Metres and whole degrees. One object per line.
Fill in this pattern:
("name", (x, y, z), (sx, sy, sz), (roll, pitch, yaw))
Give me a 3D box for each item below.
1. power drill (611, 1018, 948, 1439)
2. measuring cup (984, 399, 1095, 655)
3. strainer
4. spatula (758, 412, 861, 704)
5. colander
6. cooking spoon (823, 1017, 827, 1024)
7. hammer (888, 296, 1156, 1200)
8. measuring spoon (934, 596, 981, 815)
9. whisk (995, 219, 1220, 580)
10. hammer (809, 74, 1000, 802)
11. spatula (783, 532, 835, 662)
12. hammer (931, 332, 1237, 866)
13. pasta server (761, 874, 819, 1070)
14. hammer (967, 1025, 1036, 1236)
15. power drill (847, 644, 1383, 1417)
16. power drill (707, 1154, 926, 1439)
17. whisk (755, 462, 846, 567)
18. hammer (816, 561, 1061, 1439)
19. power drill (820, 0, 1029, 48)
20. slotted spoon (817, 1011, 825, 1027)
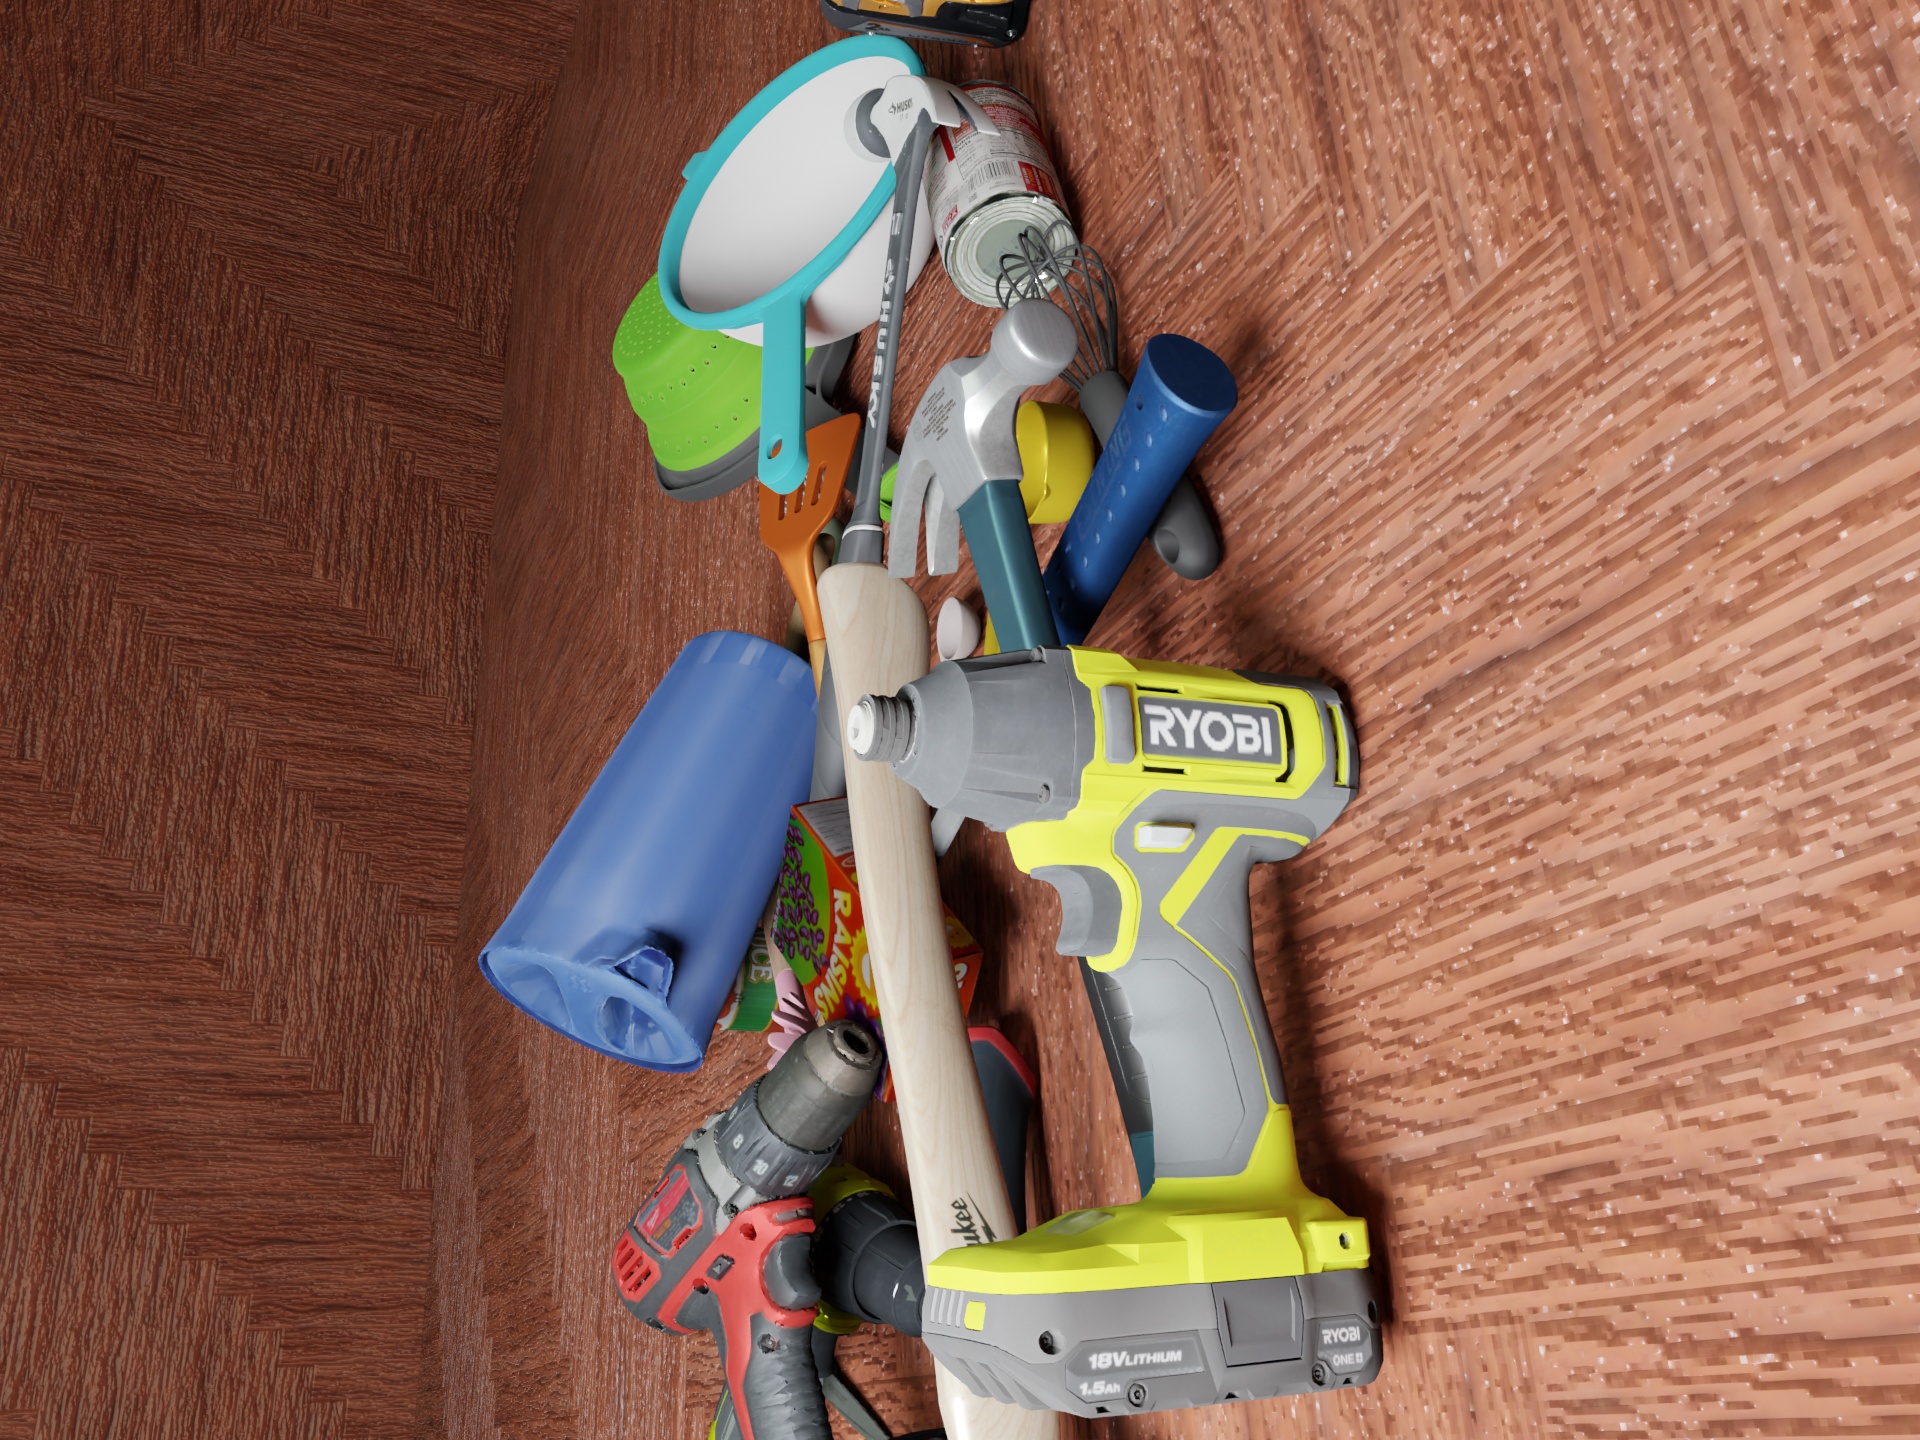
("power drill", (-0.060, 0.263, 0.691), (0.188, 0.080, 0.227), (-53, 51, 24))
("measuring cup", (0.035, -0.081, 0.772), (0.062, 0.029, 0.156), (-112, 26, -49))
("strainer", (-0.077, -0.251, 0.941), (0.211, 0.095, 0.341), (-23, 52, 29))
("spatula", (-0.069, -0.021, 0.913), (0.081, 0.041, 0.323), (-19, 77, 32))
("colander", (-0.138, -0.227, 1.050), (0.204, 0.094, 0.398), (-51, 39, 4))
("cooking spoon", (-0.091, 0.095, 0.961), (0.319, 0.017, 0.068), (-114, 34, -64))
("hammer", (0.040, 0.020, 0.596), (0.128, 0.033, 0.331), (-34, 68, 56))
("measuring spoon", (-0.001, -0.003, 0.838), (0.034, 0.018, 0.124), (-163, 75, -66))
("whisk", (0.065, -0.144, 0.693), (0.055, 0.055, 0.239), (-62, 34, 38))
("hammer", (-0.043, -0.110, 0.795), (0.149, 0.036, 0.409), (-147, 63, -66))
("spatula", (-0.132, 0.003, 1.054), (0.082, 0.044, 0.317), (-52, -14, -51))
("hammer", (0.018, -0.006, 0.713), (0.405, 0.035, 0.144), (117, 148, -47))
("pasta server", (-0.109, 0.136, 0.920), (0.316, 0.040, 0.060), (-119, 44, -67))
("hammer", (0.006, 0.289, 0.585), (0.038, 0.143, 0.387), (-53, 32, 42))
("power drill", (0.049, 0.088, 0.495), (0.080, 0.171, 0.223), (148, 123, -60))
("power drill", (-0.078, 0.339, 0.799), (0.191, 0.080, 0.228), (8, 85, 54))
("whisk", (-0.088, -0.126, 1.043), (0.247, 0.058, 0.059), (-118, 7, -49))
("hammer", (-0.022, 0.116, 0.622), (0.038, 0.146, 0.411), (-47, 46, 50))
("power drill", (0.013, -0.432, 0.793), (0.226, 0.185, 0.084), (120, 155, -80))
("slotted spoon", (-0.071, 0.165, 0.922), (0.070, 0.031, 0.314), (-157, 78, -66))
